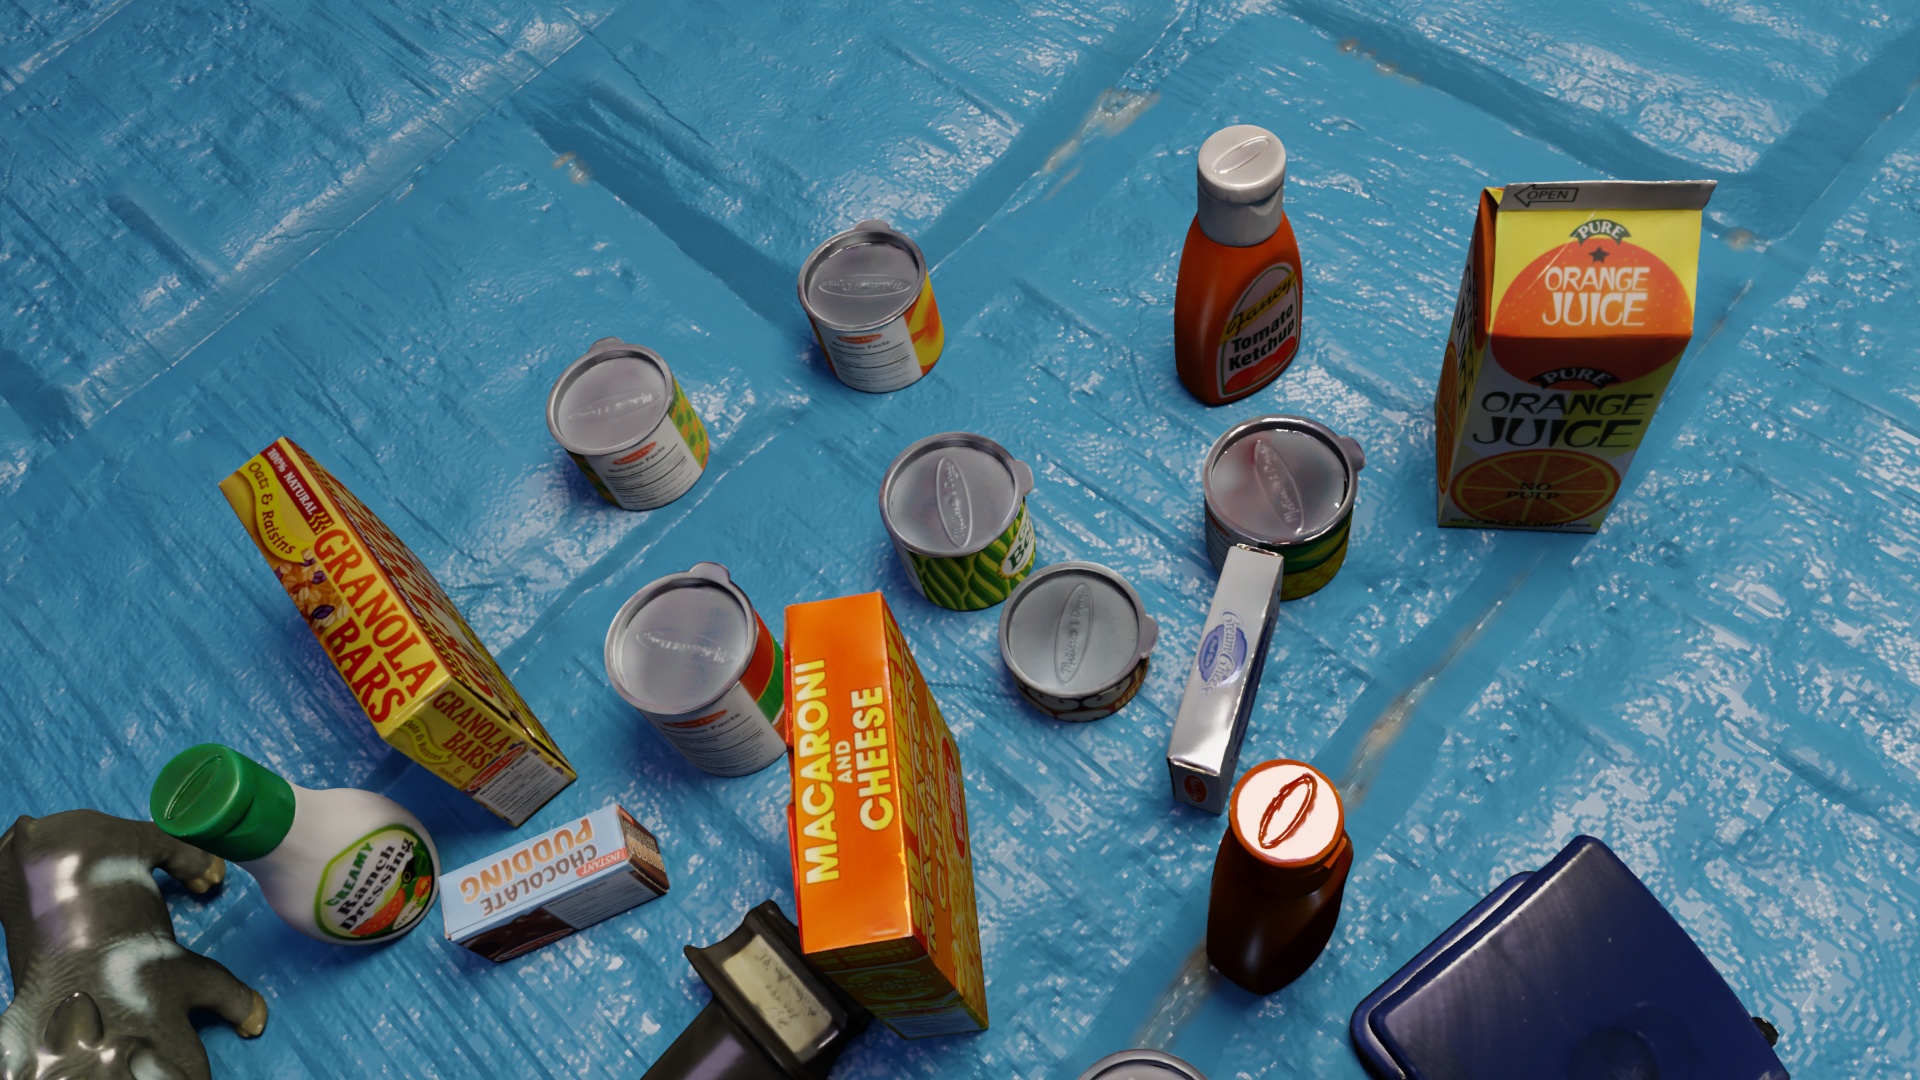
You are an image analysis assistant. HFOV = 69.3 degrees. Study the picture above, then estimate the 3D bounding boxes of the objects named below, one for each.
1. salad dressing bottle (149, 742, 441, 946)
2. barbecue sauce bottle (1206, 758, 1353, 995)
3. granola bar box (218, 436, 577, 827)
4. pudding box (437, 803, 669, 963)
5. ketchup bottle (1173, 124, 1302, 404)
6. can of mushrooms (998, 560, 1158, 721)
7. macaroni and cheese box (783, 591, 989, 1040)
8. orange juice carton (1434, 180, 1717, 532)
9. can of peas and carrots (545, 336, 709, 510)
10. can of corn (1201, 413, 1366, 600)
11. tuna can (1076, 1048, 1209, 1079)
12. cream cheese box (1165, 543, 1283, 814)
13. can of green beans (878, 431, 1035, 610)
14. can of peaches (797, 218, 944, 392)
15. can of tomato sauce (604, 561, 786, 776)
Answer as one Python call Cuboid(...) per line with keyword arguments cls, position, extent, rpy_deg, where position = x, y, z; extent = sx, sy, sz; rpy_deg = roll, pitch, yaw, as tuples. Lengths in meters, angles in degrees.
Cuboid(cls="salad dressing bottle", position=(-0.271, 0.126, 0.575), extent=(0.044, 0.147, 0.064), rpy_deg=(25, 69, 22))
Cuboid(cls="barbecue sauce bottle", position=(0.116, 0.121, 0.504), extent=(0.044, 0.148, 0.065), rpy_deg=(33, 72, 25))
Cuboid(cls="granola bar box", position=(-0.253, 0.042, 0.631), extent=(0.039, 0.123, 0.166), rpy_deg=(-40, 62, -11))
Cuboid(cls="pudding box", position=(-0.175, 0.149, 0.600), extent=(0.084, 0.049, 0.030), rpy_deg=(-23, 60, -2))
Cuboid(cls="ketchup bottle", position=(0.128, -0.125, 0.638), extent=(0.065, 0.148, 0.043), rpy_deg=(-34, 61, -8))
Cuboid(cls="can of mushrooms", position=(0.054, 0.046, 0.624), extent=(0.071, 0.033, 0.071), rpy_deg=(-5, 61, 8))
Cuboid(cls="macaroni and cheese box", position=(-0.026, 0.111, 0.526), extent=(0.040, 0.165, 0.124), rpy_deg=(-10, 60, 5))
Cuboid(cls="orange juice carton", position=(0.243, -0.080, 0.566), extent=(0.072, 0.192, 0.073), rpy_deg=(3, 62, 12))
Cuboid(cls="can of peas and carrots", position=(-0.169, -0.059, 0.709), extent=(0.071, 0.058, 0.071), rpy_deg=(-5, 61, 8))
Cuboid(cls="can of corn", position=(0.145, -0.015, 0.626), extent=(0.071, 0.058, 0.071), rpy_deg=(-5, 61, 8))
Cuboid(cls="tuna can", position=(0.067, 0.228, 0.520), extent=(0.071, 0.032, 0.071), rpy_deg=(-5, 61, 8))
Cuboid(cls="cream cheese box", position=(0.114, 0.059, 0.594), extent=(0.024, 0.053, 0.104), rpy_deg=(14, 65, 18))
Cuboid(cls="can of green beans", position=(0.000, -0.008, 0.650), extent=(0.071, 0.057, 0.071), rpy_deg=(-5, 61, 8))
Cuboid(cls="can of peaches", position=(-0.044, -0.121, 0.721), extent=(0.071, 0.057, 0.071), rpy_deg=(-5, 61, 8))
Cuboid(cls="can of tomato sauce", position=(-0.111, 0.059, 0.619), extent=(0.071, 0.082, 0.071), rpy_deg=(-5, 61, 8))
